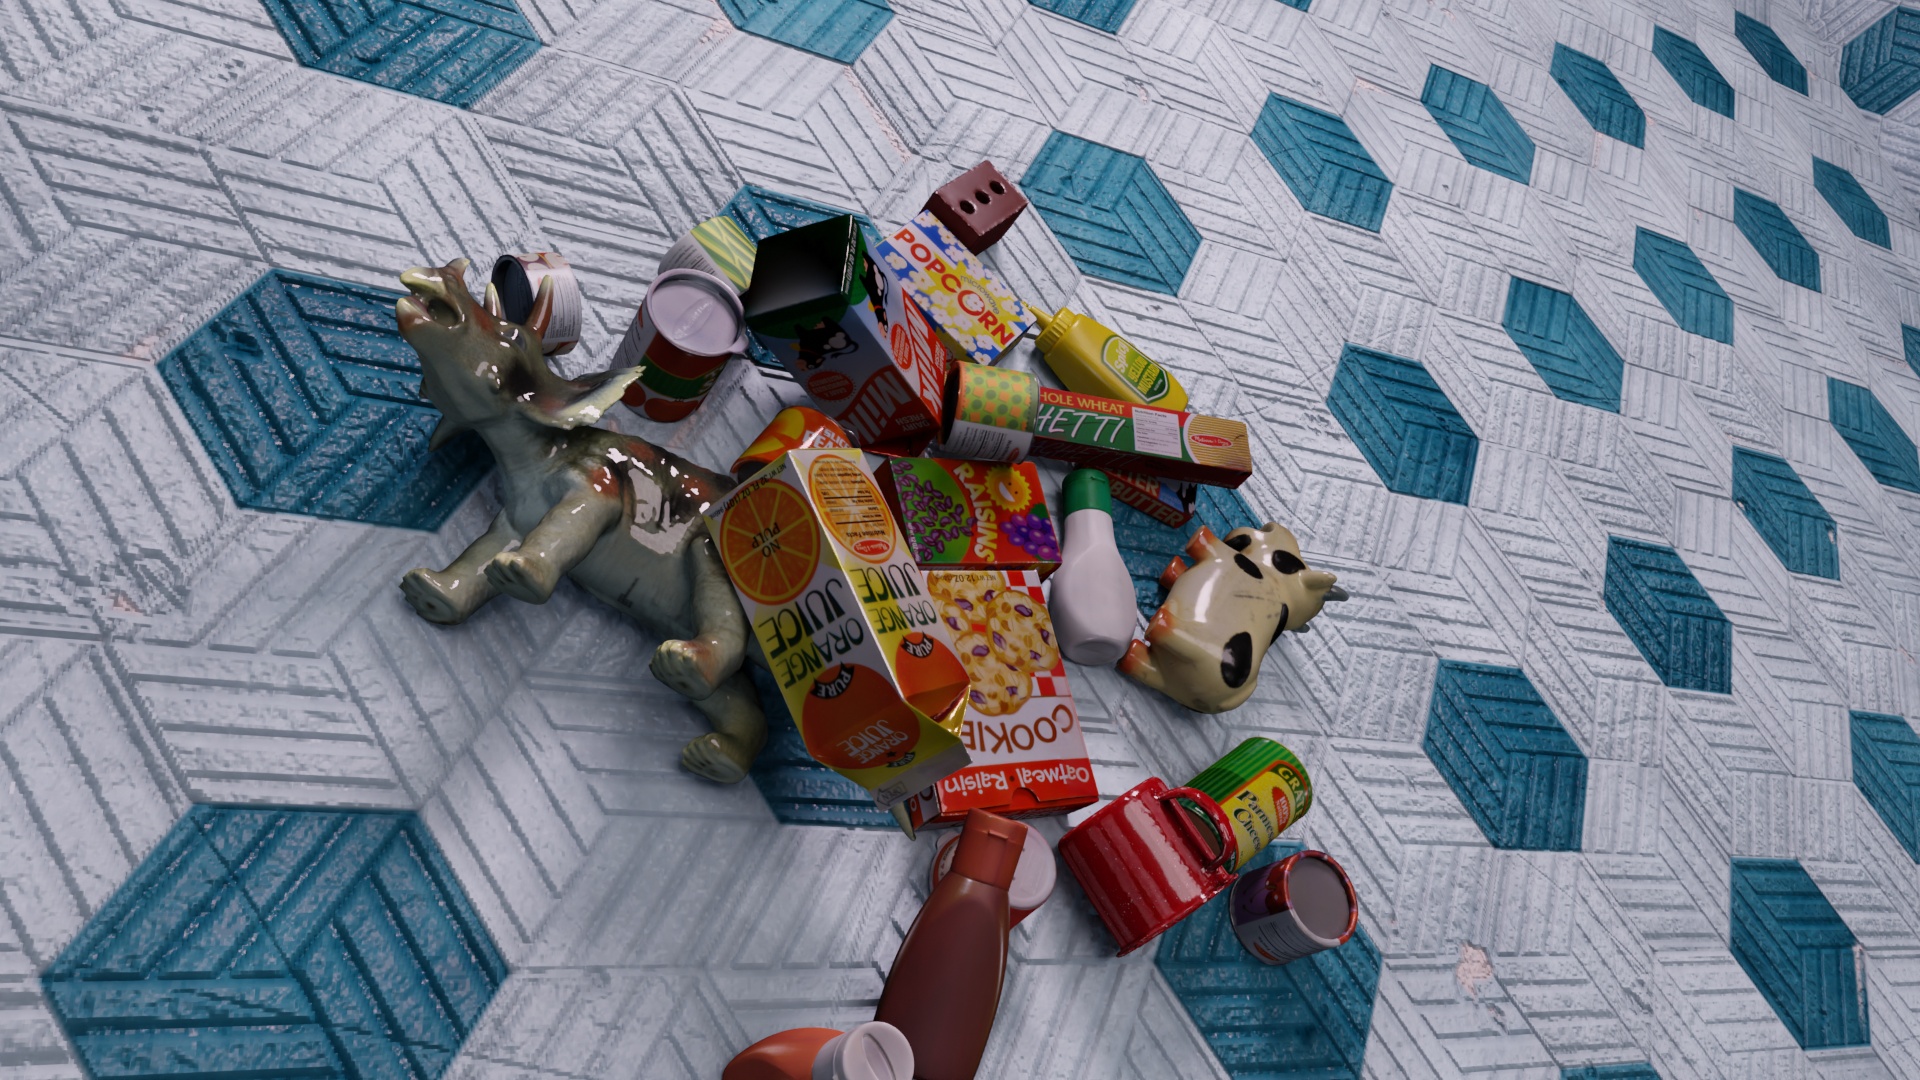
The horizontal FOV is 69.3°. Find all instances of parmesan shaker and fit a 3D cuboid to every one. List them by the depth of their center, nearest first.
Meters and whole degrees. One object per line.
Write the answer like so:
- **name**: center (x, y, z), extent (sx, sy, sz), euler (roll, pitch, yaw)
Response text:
- **parmesan shaker**: center (0.187, 0.189, 0.958), extent (0.103, 0.071, 0.071), euler (-25, 78, -39)

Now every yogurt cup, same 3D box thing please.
- **yogurt cup**: center (0.022, 0.205, 0.851), extent (0.072, 0.053, 0.073), euler (16, 56, -24)

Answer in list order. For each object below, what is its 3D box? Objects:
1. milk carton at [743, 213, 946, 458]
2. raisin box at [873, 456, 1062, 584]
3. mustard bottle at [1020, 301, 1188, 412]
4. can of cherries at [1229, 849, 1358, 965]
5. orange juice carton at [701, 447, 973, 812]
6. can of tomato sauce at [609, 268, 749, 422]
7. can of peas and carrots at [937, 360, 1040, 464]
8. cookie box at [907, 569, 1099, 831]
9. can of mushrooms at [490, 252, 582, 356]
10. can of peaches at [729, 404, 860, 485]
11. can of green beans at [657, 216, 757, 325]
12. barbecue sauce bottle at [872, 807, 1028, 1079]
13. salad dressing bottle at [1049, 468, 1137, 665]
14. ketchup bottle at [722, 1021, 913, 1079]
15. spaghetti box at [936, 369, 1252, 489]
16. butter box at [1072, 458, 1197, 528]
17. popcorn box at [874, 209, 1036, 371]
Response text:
- **milk carton**: center (-0.065, -0.128, 0.955), extent (0.190, 0.073, 0.073), euler (50, 35, -50)
- **raisin box**: center (0.004, -0.012, 0.981), extent (0.123, 0.040, 0.086), euler (0, 62, -31)
- **mustard bottle**: center (0.109, -0.142, 1.120), extent (0.160, 0.048, 0.066), euler (38, 48, -7)
- **can of cherries**: center (0.229, 0.249, 0.951), extent (0.071, 0.058, 0.072), euler (15, 56, -24)
- **orange juice carton**: center (-0.060, 0.049, 0.764), extent (0.073, 0.071, 0.193), euler (-6, 67, -59)
- **can of tomato sauce**: center (-0.183, -0.124, 0.903), extent (0.071, 0.082, 0.071), euler (16, 56, -24)
- **can of peas and carrots**: center (0.019, -0.092, 0.982), extent (0.059, 0.070, 0.071), euler (8, 58, -13)
- **cookie box**: center (0.013, 0.101, 0.916), extent (0.123, 0.040, 0.168), euler (1, 62, -32)
- **can of mushrooms**: center (-0.269, -0.148, 0.877), extent (0.033, 0.070, 0.071), euler (-14, 71, -39)
- **can of peaches**: center (-0.108, -0.046, 0.911), extent (0.071, 0.071, 0.058), euler (40, 50, -6)
- **can of green beans**: center (-0.166, -0.181, 0.959), extent (0.058, 0.071, 0.071), euler (50, 49, 4)
- **barbecue sauce bottle**: center (-0.001, 0.228, 0.787), extent (0.065, 0.043, 0.149), euler (19, 80, -2)
- **salad dressing bottle**: center (0.096, 0.017, 1.019), extent (0.064, 0.043, 0.148), euler (15, 55, -21)
- **ketchup bottle**: center (-0.071, 0.271, 0.689), extent (0.044, 0.148, 0.065), euler (-22, 76, -38)
- **spaghetti box**: center (0.102, -0.084, 1.060), extent (0.250, 0.028, 0.050), euler (8, 58, -14)
- **butter box**: center (0.140, -0.055, 1.102), extent (0.103, 0.024, 0.053), euler (25, 52, -17)
- **popcorn box**: center (-0.013, -0.187, 1.077), extent (0.126, 0.038, 0.085), euler (45, 48, -1)
